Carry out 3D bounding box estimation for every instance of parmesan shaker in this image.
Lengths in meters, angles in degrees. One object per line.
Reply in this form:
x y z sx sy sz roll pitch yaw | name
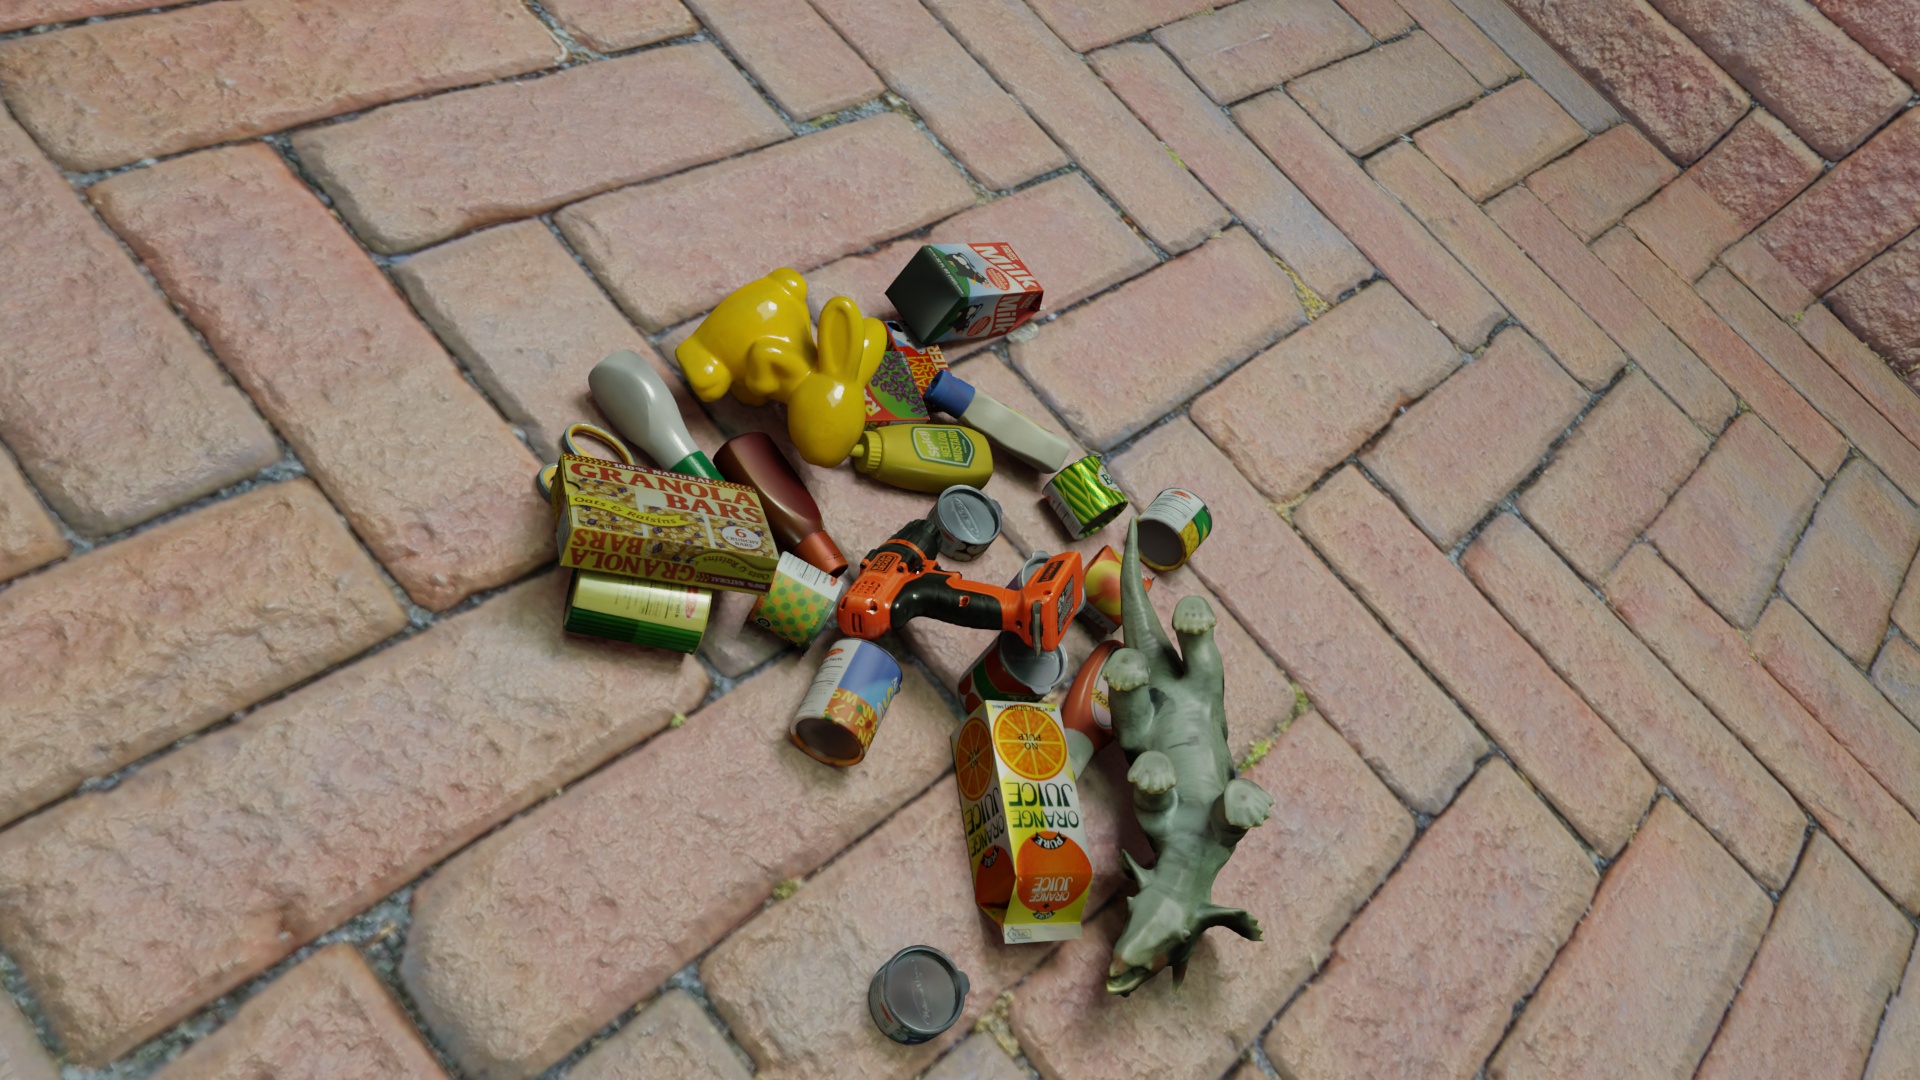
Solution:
-0.256 0.047 1.100 0.103 0.071 0.071 13 53 -20 | parmesan shaker

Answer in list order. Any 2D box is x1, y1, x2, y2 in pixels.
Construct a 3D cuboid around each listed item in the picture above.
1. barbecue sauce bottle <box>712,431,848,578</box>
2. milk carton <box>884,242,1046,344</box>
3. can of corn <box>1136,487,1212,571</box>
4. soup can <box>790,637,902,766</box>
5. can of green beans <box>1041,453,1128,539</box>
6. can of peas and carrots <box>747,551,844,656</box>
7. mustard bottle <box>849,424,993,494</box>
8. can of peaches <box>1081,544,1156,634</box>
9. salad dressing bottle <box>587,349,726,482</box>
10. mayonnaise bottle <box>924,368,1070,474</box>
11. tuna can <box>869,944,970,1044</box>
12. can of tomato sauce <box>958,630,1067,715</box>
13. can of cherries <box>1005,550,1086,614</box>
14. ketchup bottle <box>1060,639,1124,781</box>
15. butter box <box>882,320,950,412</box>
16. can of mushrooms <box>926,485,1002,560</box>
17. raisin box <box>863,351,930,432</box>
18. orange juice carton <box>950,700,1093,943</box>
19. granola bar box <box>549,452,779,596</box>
-0.154 -0.027 1.223 0.149 0.043 0.065 53 31 12 | barbecue sauce bottle
0.018 -0.262 1.454 0.191 0.073 0.072 -18 68 -52 | milk carton
0.212 -0.009 1.402 0.071 0.070 0.058 43 49 5 | can of corn
-0.090 0.133 1.131 0.071 0.071 0.084 31 49 -6 | soup can
0.124 -0.042 1.374 0.071 0.071 0.058 -22 71 -38 | can of green beans
-0.139 0.053 1.163 0.059 0.070 0.071 29 49 -7 | can of peas and carrots
-0.048 -0.079 1.317 0.160 0.048 0.065 3 55 -28 | mustard bottle
0.142 0.044 1.322 0.058 0.071 0.071 39 48 2 | can of peaches
-0.262 -0.096 1.206 0.147 0.064 0.044 52 39 2 | salad dressing bottle
0.035 -0.118 1.373 0.148 0.065 0.041 30 91 -17 | mayonnaise bottle
-0.031 0.339 1.038 0.071 0.032 0.071 15 52 -20 | tuna can
0.045 0.119 1.204 0.071 0.082 0.071 15 52 -20 | can of tomato sauce
0.073 0.054 1.284 0.071 0.058 0.072 14 53 -19 | can of cherries
0.118 0.157 1.244 0.064 0.043 0.149 47 48 -8 | ketchup bottle
-0.042 -0.178 1.407 0.053 0.024 0.104 -9 63 -34 | butter box
0.005 -0.016 1.312 0.071 0.033 0.071 15 52 -19 | can of mushrooms
-0.101 -0.139 1.337 0.124 0.040 0.086 -4 61 -30 | raisin box
0.051 0.232 1.134 0.072 0.072 0.193 6 56 -26 | orange juice carton
-0.238 -0.014 1.114 0.166 0.039 0.125 10 26 -25 | granola bar box
